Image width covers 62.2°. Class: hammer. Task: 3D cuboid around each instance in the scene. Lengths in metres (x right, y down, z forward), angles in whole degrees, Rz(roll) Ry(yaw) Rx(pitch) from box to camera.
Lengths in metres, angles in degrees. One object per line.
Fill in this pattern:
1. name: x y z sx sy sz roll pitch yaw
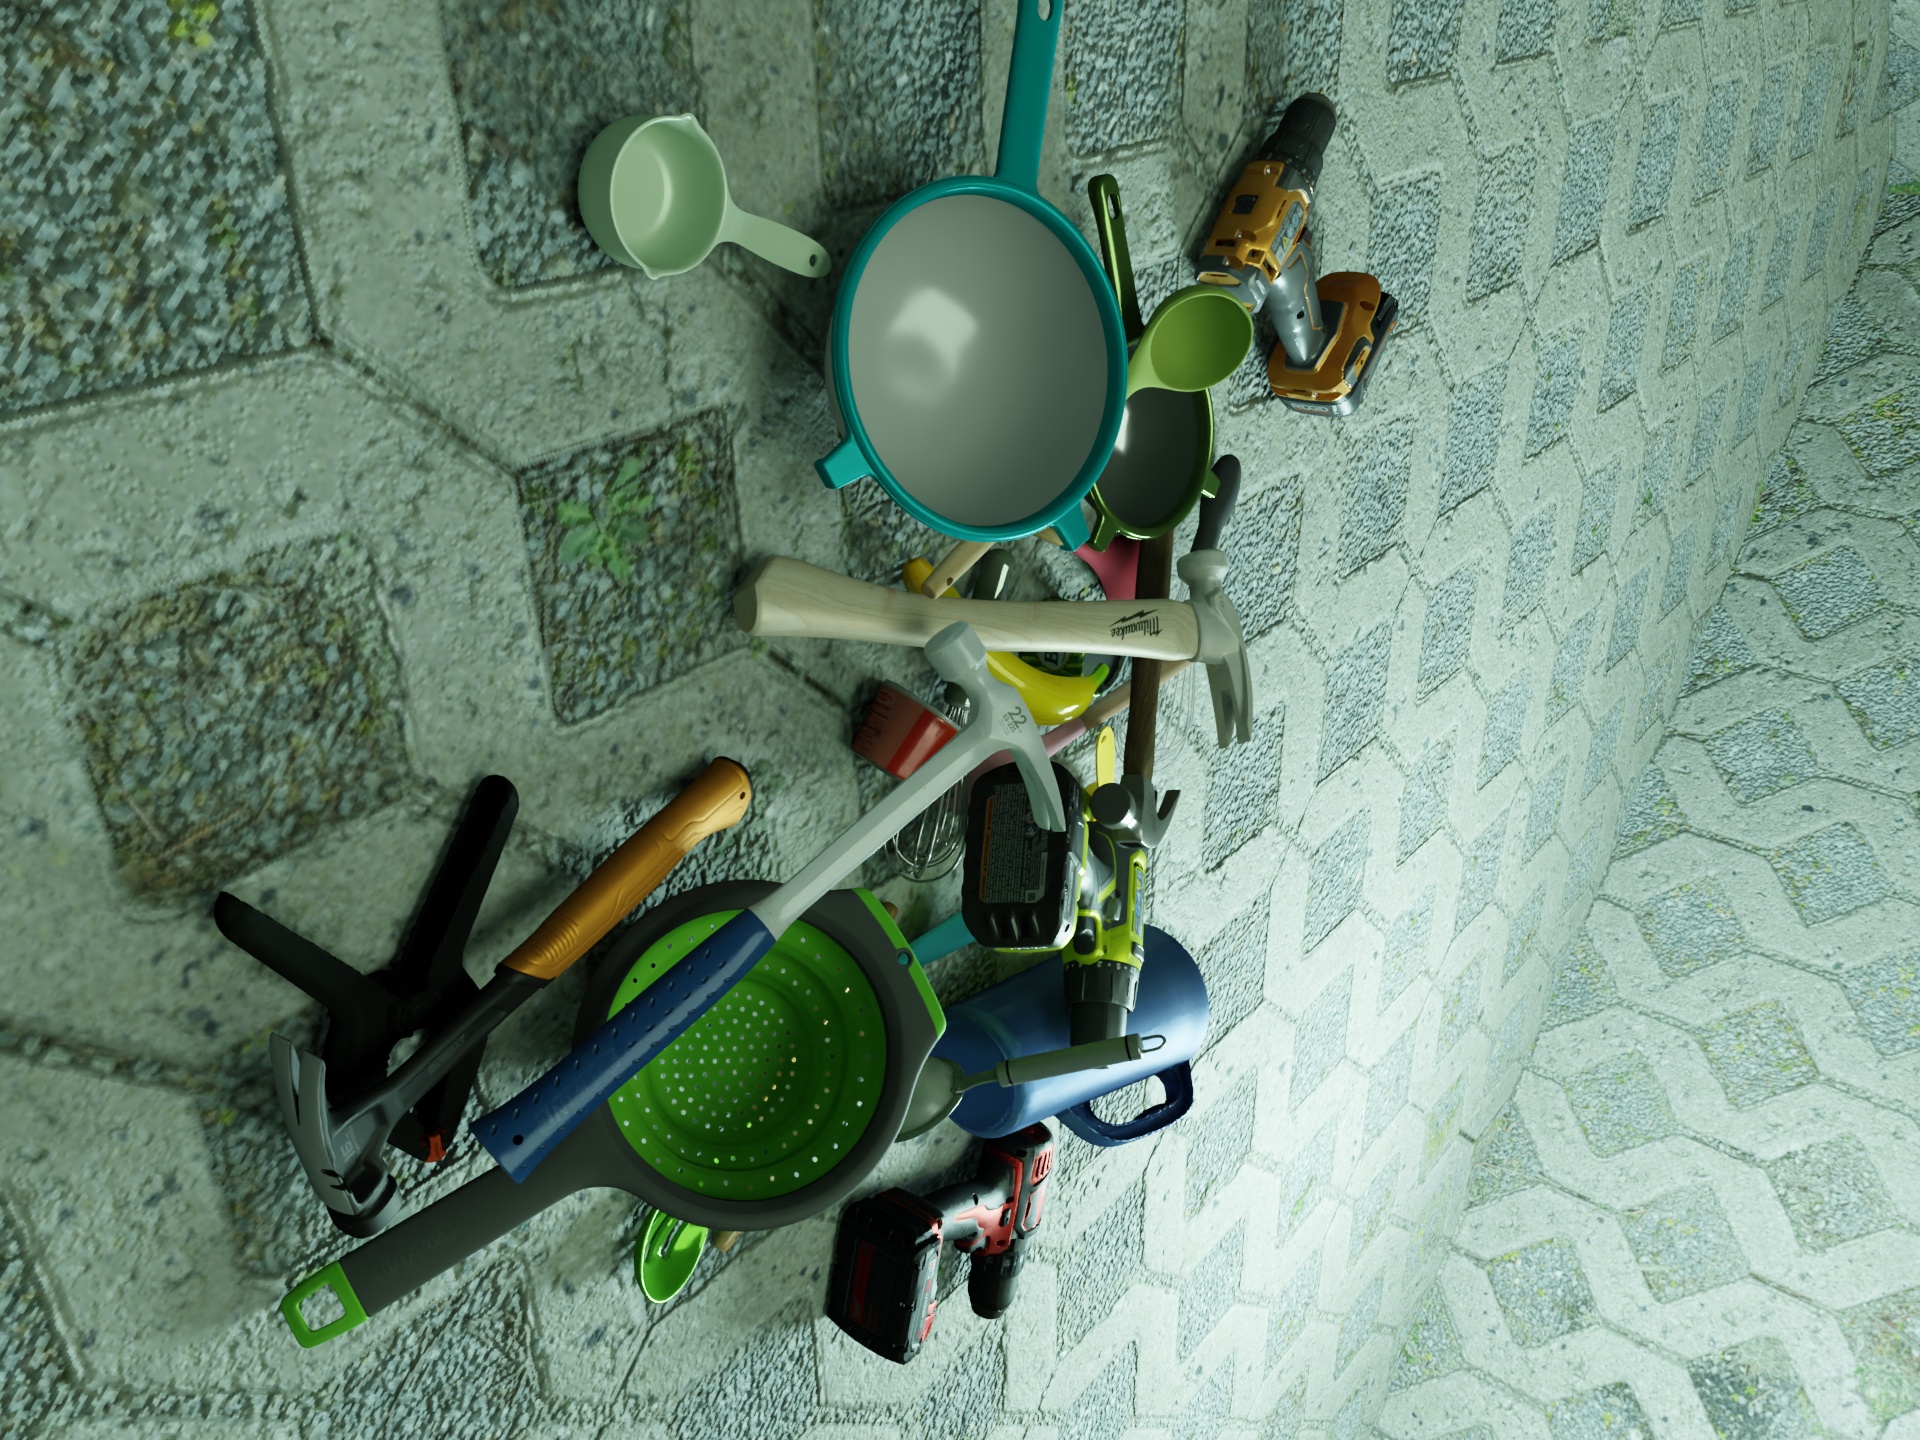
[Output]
1. hammer: -0.104 0.117 0.931 0.405 0.035 0.144 -40 105 -20
2. hammer: -0.222 0.116 0.861 0.337 0.034 0.127 -47 145 -44
3. hammer: 0.039 -0.055 1.059 0.410 0.038 0.146 1 76 -36
4. hammer: 0.144 -0.065 1.209 0.130 0.031 0.331 40 53 -61

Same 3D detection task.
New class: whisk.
1. whisk: -0.002 -0.004 1.135 0.058 0.059 0.246 -170 -85 -87
2. whisk: 0.189 -0.090 1.342 0.070 0.070 0.284 23 83 -55

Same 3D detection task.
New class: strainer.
1. strainer: 0.105 -0.257 1.145 0.151 0.069 0.256 -29 116 -38
2. strainer: 0.003 -0.277 0.968 0.210 0.095 0.340 10 88 -35
3. strainer: 0.025 0.258 1.166 0.087 0.258 0.050 -81 154 -61

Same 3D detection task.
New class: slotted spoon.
1. slotted spoon: -0.132 0.255 1.104 0.314 0.031 0.070 -56 143 -22

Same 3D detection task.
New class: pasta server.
1. pasta server: 0.105 -0.011 1.244 0.316 0.040 0.060 -31 130 -32

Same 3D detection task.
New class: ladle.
1. ladle: 0.069 -0.141 1.179 0.315 0.031 0.069 17 92 -53
2. ladle: 0.087 -0.183 1.052 0.320 0.062 0.078 -48 140 -25

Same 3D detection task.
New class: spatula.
1. spatula: -0.075 0.253 1.163 0.317 0.044 0.082 -55 163 -18

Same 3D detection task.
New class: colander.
1. colander: -0.202 0.242 0.946 0.397 0.204 0.094 -28 174 -22

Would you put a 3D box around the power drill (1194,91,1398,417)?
1. power drill: 0.286 -0.379 1.308 0.226 0.084 0.185 38 74 -49

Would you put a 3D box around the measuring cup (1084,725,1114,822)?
1. measuring cup: 0.107 0.048 1.290 0.062 0.029 0.156 -43 151 -25

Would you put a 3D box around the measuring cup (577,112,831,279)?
1. measuring cup: -0.132 -0.264 0.840 0.167 0.038 0.083 4 103 -56

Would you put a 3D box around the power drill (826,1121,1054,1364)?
1. power drill: -0.008 0.445 1.323 0.226 0.080 0.188 -12 116 -54

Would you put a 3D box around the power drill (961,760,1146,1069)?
1. power drill: 0.080 0.143 1.178 0.228 0.080 0.191 46 44 -56
